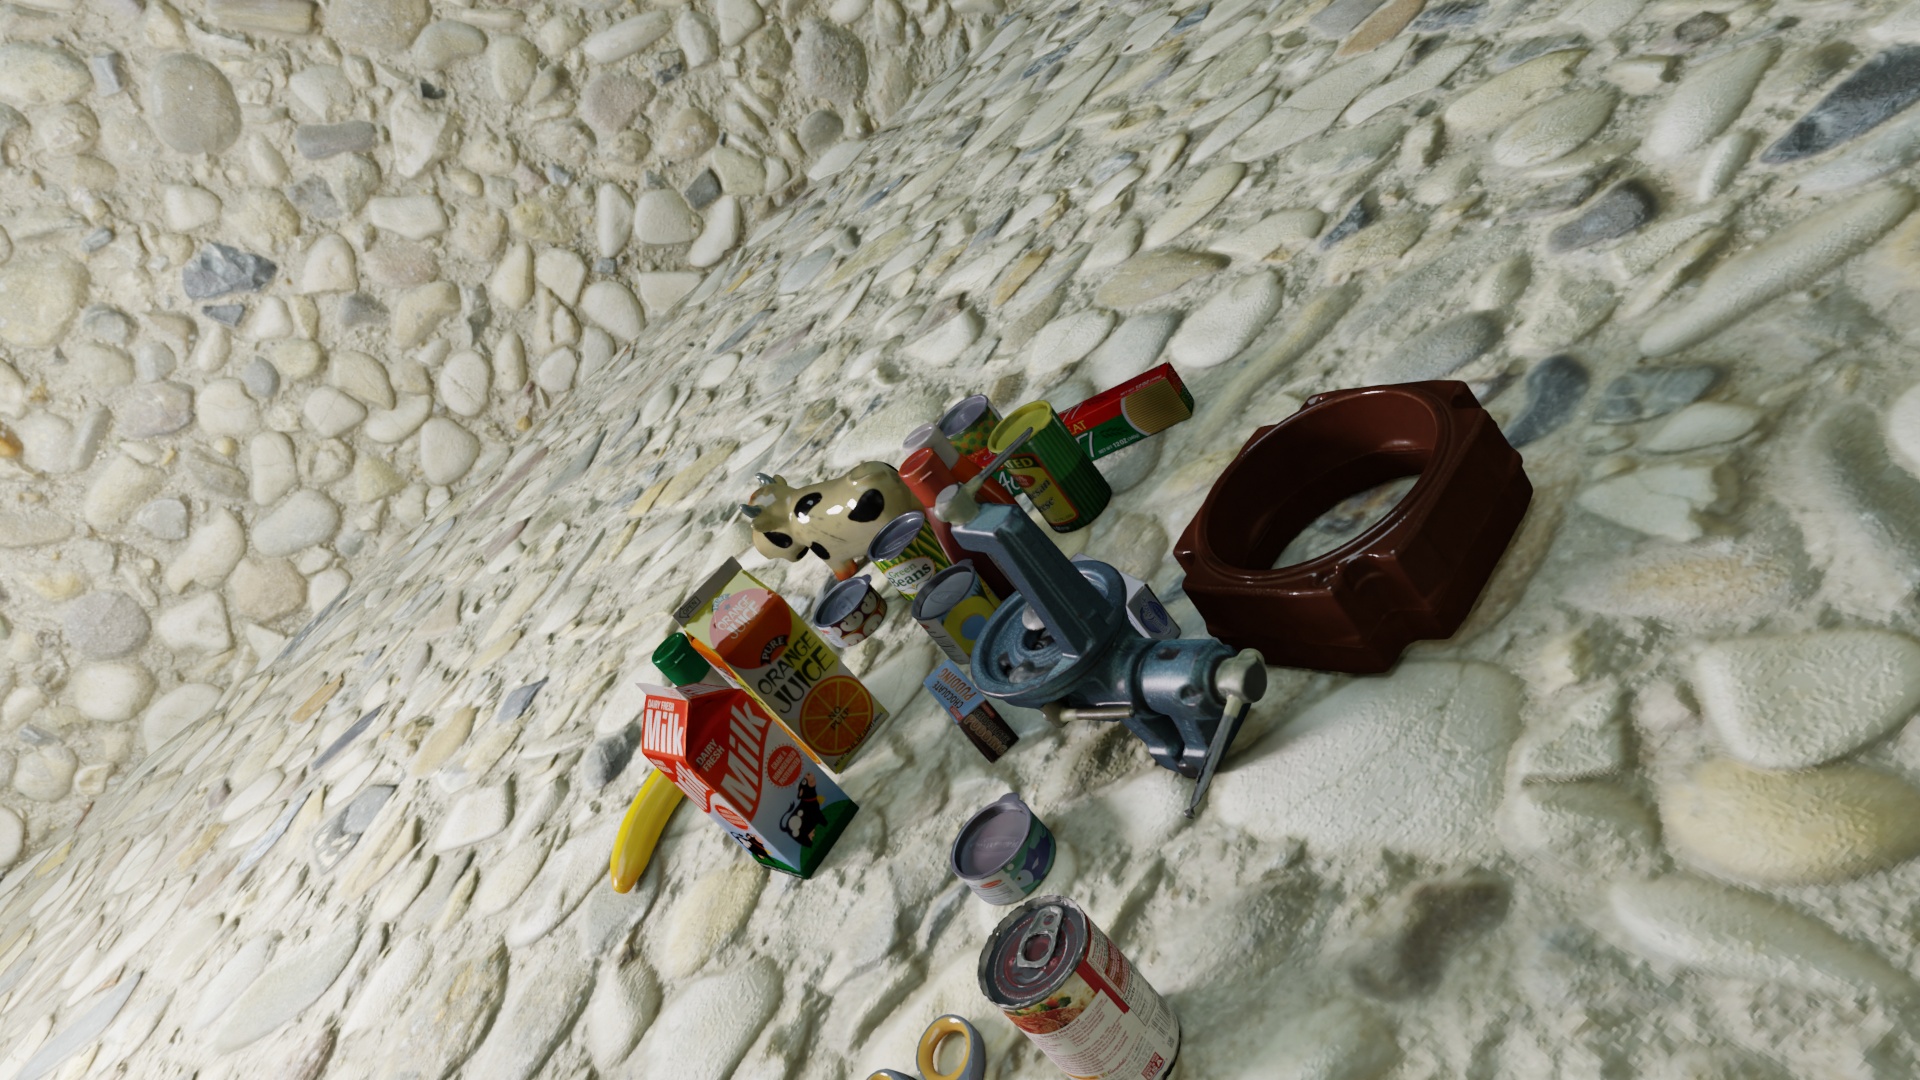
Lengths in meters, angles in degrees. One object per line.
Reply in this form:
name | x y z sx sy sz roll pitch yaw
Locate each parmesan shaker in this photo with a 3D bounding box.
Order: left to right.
parmesan shaker | 0.081 -0.064 1.225 0.071 0.103 0.071 -30 27 18

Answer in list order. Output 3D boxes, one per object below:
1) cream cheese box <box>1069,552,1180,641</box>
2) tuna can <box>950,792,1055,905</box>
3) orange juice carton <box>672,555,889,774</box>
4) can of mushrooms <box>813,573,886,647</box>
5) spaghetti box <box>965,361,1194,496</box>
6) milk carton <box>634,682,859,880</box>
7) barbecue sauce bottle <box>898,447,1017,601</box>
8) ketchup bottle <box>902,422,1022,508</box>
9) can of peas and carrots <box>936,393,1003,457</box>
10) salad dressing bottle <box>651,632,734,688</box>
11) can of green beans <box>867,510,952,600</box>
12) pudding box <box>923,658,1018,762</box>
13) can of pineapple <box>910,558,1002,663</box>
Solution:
cream cheese box | 0.121 0.045 1.055 0.024 0.053 0.104 -44 26 -9
tuna can | 0.030 0.208 0.936 0.071 0.032 0.071 -30 27 18
orange juice carton | -0.154 0.102 1.161 0.072 0.192 0.073 -48 27 -18
can of mushrooms | -0.104 0.067 1.334 0.071 0.033 0.071 -30 27 18
spaghetti box | 0.099 -0.093 1.309 0.249 0.050 0.029 -24 30 28
milk carton | -0.174 0.173 1.075 0.072 0.190 0.074 -3 43 51
barbecue sauce bottle | 0.004 -0.015 1.194 0.065 0.148 0.044 -38 26 2
ketchup bottle | 0.005 -0.040 1.232 0.064 0.148 0.044 -30 27 18
can of peas and carrots | 0.015 -0.106 1.429 0.071 0.058 0.071 -30 27 18
salad dressing bottle | -0.209 0.141 1.221 0.064 0.147 0.044 -47 27 -15
can of green beans | -0.045 0.015 1.313 0.071 0.057 0.071 -30 27 18
pudding box | 0.007 0.130 1.071 0.030 0.049 0.084 -41 26 -4
can of pineapple | 0.002 0.061 1.179 0.071 0.057 0.071 -30 27 18
